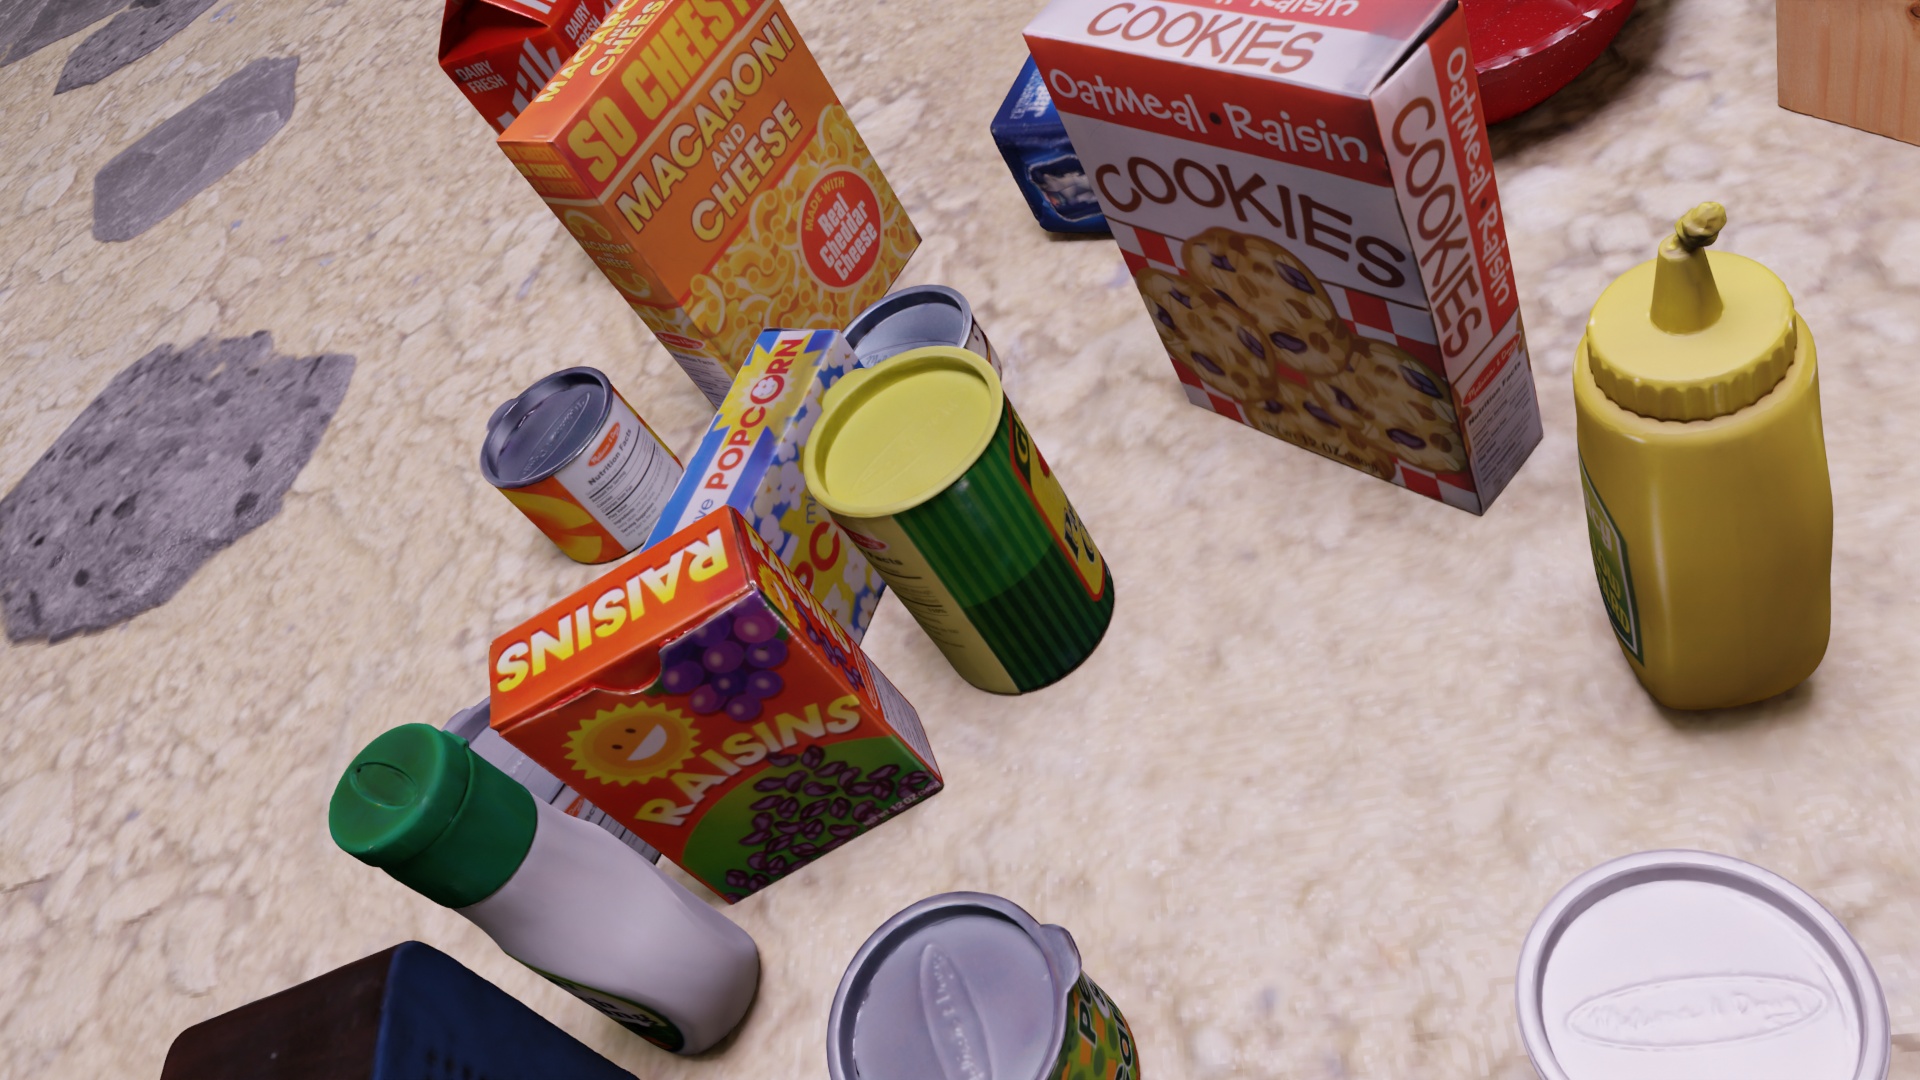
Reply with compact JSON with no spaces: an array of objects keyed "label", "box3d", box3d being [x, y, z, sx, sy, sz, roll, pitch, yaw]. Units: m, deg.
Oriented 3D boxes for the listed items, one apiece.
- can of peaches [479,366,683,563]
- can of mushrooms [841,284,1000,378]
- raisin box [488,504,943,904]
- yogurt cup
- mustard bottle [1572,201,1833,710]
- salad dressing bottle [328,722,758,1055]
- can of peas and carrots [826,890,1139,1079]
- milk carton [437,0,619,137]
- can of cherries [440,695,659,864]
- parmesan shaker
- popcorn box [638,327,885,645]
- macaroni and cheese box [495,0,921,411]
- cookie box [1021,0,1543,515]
[{"label":"can of peaches","box3d":[-0.165,-0.033,0.603,0.071,0.058,0.071,-16,48,18]},{"label":"can of mushrooms","box3d":[-0.020,-0.068,0.566,0.071,0.033,0.071,-16,48,18]},{"label":"raisin box","box3d":[-0.072,0.056,0.430,0.086,0.123,0.040,-29,45,6]},{"label":"yogurt cup","box3d":[0.159,0.108,0.301,0.072,0.053,0.073,-16,48,18]},{"label":"mustard bottle","box3d":[0.171,-0.020,0.325,0.049,0.159,0.065,-17,48,18]},{"label":"salad dressing bottle","box3d":[-0.114,0.102,0.398,0.064,0.147,0.044,13,62,37]},{"label":"can of peas and carrots","box3d":[0.009,0.133,0.364,0.071,0.058,0.071,-16,48,18]},{"label":"milk carton","box3d":[-0.178,-0.217,0.671,0.073,0.190,0.073,-4,52,28]},{"label":"can of cherries","box3d":[-0.146,0.091,0.489,0.071,0.058,0.072,-16,48,18]},{"label":"parmesan shaker","box3d":[0.002,-0.006,0.452,0.071,0.102,0.072,-16,48,19]},{"label":"popcorn box","box3d":[-0.062,-0.002,0.499,0.038,0.085,0.127,3,56,32]},{"label":"macaroni and cheese box","box3d":[-0.096,-0.143,0.578,0.040,0.166,0.124,13,62,37]},{"label":"cookie box","box3d":[0.101,-0.091,0.420,0.040,0.167,0.123,-48,46,-13]}]
